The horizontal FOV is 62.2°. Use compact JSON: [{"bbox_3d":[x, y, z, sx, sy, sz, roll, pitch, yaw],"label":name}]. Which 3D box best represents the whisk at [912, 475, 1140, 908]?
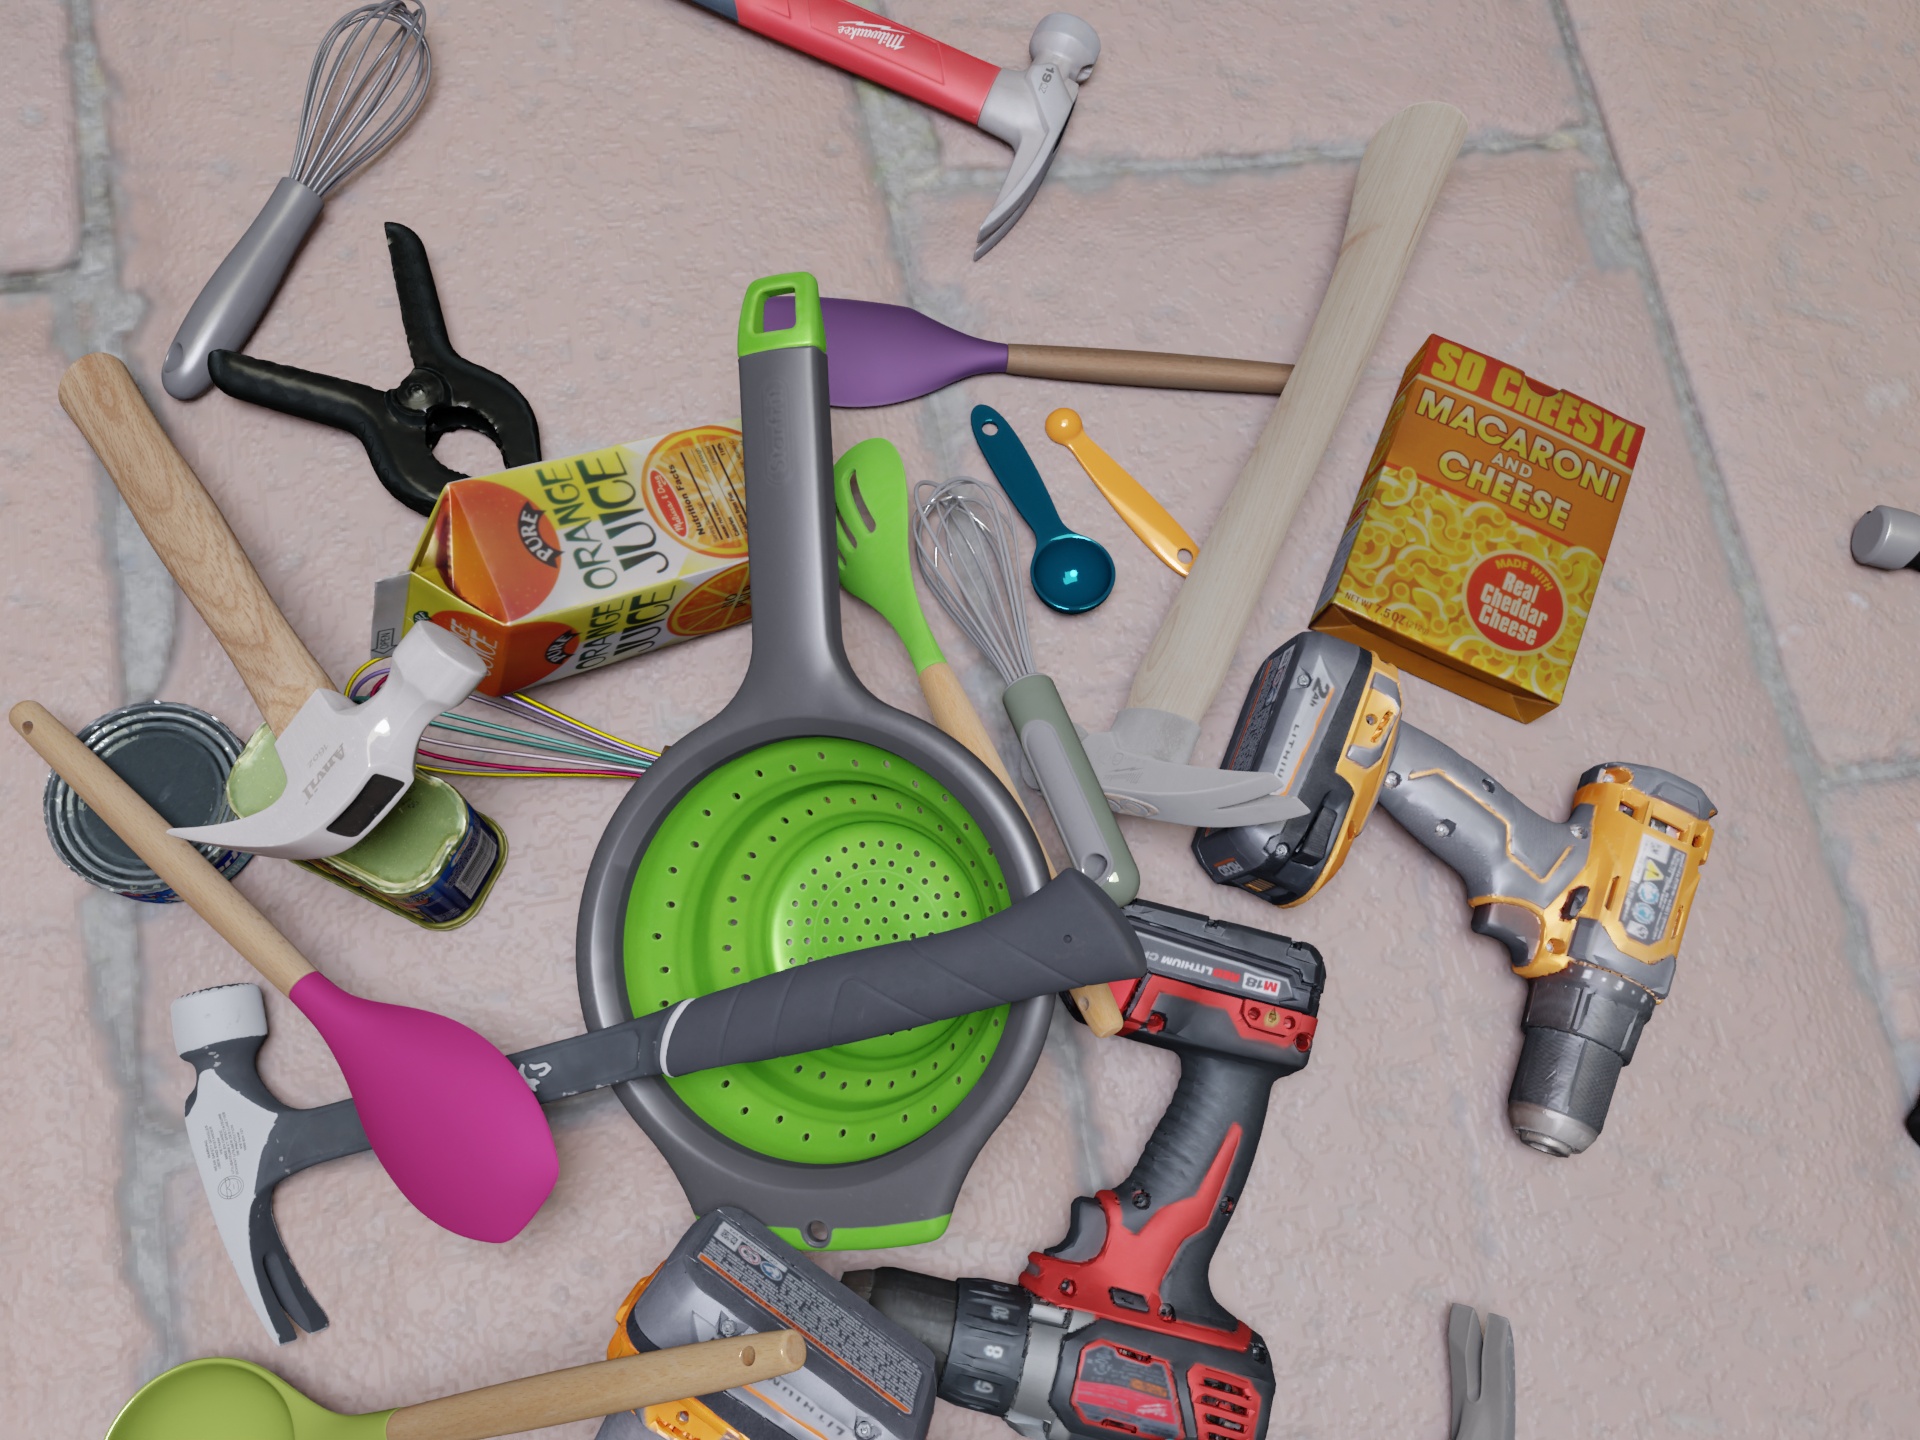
[{"bbox_3d":[0.027,-0.020,0.721,0.058,0.059,0.247,-39,53,25],"label":"whisk"}]

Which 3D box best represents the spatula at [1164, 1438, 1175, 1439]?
[{"bbox_3d":[-0.013,0.409,0.613,0.317,0.044,0.082,-39,125,-2],"label":"spatula"}]

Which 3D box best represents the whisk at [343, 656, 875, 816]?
[{"bbox_3d":[-0.159,0.013,0.727,0.245,0.051,0.047,13,67,-6],"label":"whisk"}]

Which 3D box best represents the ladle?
[{"bbox_3d":[-0.190,0.248,0.563,0.320,0.062,0.078,-22,62,27],"label":"ladle"}]

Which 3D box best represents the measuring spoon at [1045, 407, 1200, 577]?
[{"bbox_3d":[0.085,-0.116,0.808,0.021,0.011,0.117,-39,82,-15],"label":"measuring spoon"}]

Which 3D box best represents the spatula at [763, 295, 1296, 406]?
[{"bbox_3d":[0.049,-0.183,0.819,0.316,0.018,0.060,2,77,-6],"label":"spatula"}]

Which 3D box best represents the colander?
[{"bbox_3d":[-0.054,0.013,0.680,0.204,0.094,0.397,-5,84,16],"label":"colander"}]

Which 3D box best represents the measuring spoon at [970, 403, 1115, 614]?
[{"bbox_3d":[0.036,-0.105,0.800,0.042,0.021,0.129,-23,69,-11],"label":"measuring spoon"}]

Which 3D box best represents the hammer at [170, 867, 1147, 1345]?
[{"bbox_3d":[-0.127,0.134,0.622,0.409,0.036,0.149,-16,80,14],"label":"hammer"}]

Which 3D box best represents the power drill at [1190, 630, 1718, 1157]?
[{"bbox_3d":[0.226,0.079,0.736,0.226,0.084,0.185,24,74,-4],"label":"power drill"}]

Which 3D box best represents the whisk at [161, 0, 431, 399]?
[{"bbox_3d":[-0.328,-0.261,0.786,0.055,0.055,0.239,25,77,1],"label":"whisk"}]

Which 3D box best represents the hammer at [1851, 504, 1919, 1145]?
[{"bbox_3d":[0.515,0.059,0.796,0.146,0.035,0.335,14,73,-2],"label":"hammer"}]

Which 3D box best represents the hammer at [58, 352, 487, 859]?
[{"bbox_3d":[-0.315,-0.063,0.664,0.130,0.031,0.332,-50,56,5],"label":"hammer"}]

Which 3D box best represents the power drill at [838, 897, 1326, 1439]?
[{"bbox_3d":[0.055,0.192,0.684,0.188,0.080,0.227,15,76,-2],"label":"power drill"}]

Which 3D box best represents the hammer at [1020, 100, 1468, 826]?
[{"bbox_3d":[0.168,-0.136,0.759,0.038,0.146,0.411,40,69,-36],"label":"hammer"}]

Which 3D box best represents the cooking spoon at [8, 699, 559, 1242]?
[{"bbox_3d":[-0.282,0.091,0.641,0.319,0.017,0.069,38,94,15],"label":"cooking spoon"}]

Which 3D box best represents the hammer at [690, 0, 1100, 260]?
[{"bbox_3d":[-0.127,-0.379,0.846,0.386,0.038,0.143,23,74,0],"label":"hammer"}]

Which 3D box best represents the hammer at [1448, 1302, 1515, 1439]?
[{"bbox_3d":[0.081,0.295,0.589,0.358,0.037,0.149,14,78,-33],"label":"hammer"}]

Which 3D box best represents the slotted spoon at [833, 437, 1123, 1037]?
[{"bbox_3d":[-0.001,-0.002,0.706,0.031,0.070,0.314,-2,56,-40],"label":"slotted spoon"}]

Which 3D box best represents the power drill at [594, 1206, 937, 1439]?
[{"bbox_3d":[-0.104,0.319,0.596,0.164,0.084,0.226,36,98,3],"label":"power drill"}]
